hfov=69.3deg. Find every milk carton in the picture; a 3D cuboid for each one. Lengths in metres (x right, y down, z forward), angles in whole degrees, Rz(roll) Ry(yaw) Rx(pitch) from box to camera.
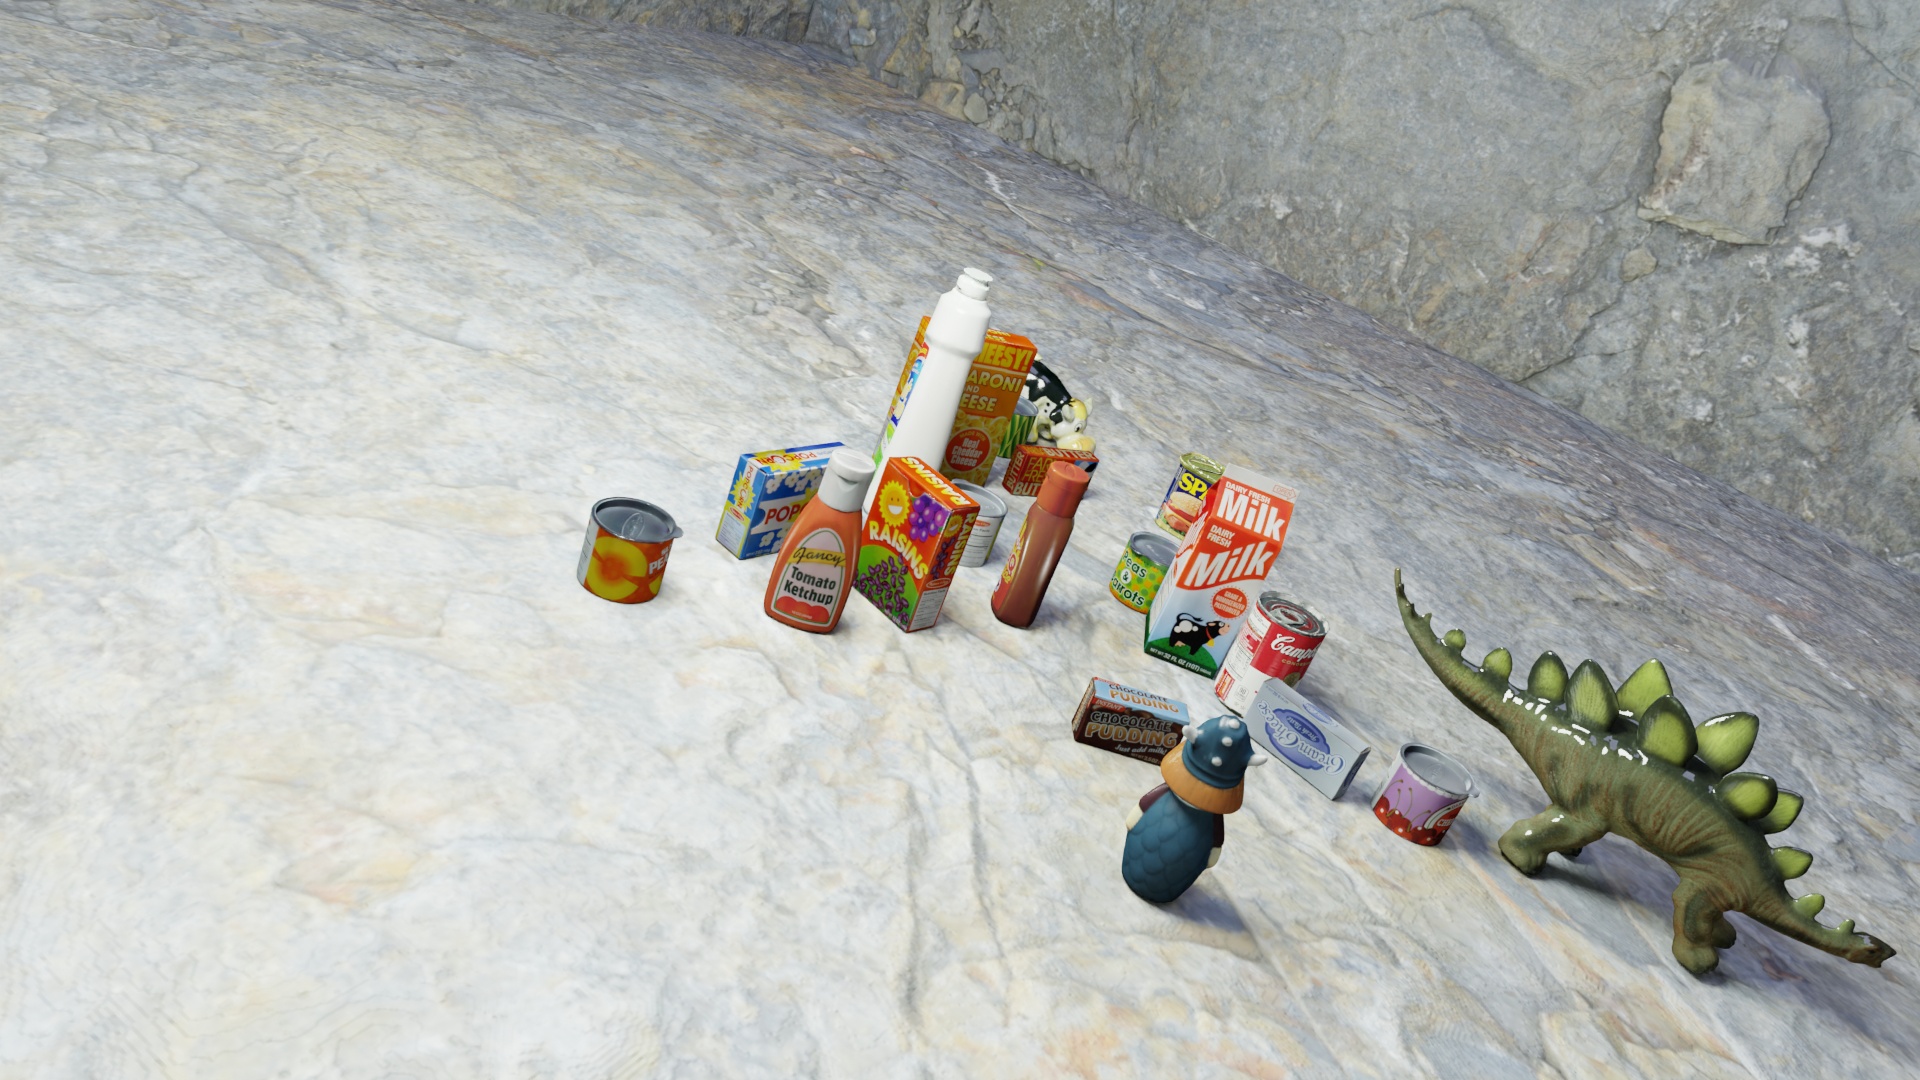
[{"bbox_3d":[0.238,0.023,1.273,0.072,0.189,0.074,22,25,0],"label":"milk carton"}]

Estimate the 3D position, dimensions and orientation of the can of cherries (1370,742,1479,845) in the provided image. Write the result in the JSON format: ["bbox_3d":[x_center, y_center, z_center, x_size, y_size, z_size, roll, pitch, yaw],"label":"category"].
[{"bbox_3d":[0.389,0.214,1.165,0.071,0.058,0.072,18,25,-8],"label":"can of cherries"}]

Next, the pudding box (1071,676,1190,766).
[{"bbox_3d":[0.137,0.145,1.115,0.084,0.049,0.030,17,25,-9],"label":"pudding box"}]

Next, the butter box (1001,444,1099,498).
[{"bbox_3d":[0.099,-0.074,1.520,0.104,0.053,0.024,3,30,-34],"label":"butter box"}]

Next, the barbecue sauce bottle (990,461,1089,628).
[{"bbox_3d":[0.071,0.002,1.233,0.044,0.147,0.065,19,25,-6],"label":"barbecue sauce bottle"}]

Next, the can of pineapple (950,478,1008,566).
[{"bbox_3d":[0.005,-0.017,1.325,0.071,0.057,0.071,18,25,-8],"label":"can of pineapple"}]

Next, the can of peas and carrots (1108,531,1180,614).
[{"bbox_3d":[0.185,0.033,1.367,0.071,0.058,0.071,18,25,-8],"label":"can of peas and carrots"}]

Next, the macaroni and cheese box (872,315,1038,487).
[{"bbox_3d":[-0.007,-0.142,1.438,0.124,0.165,0.040,7,28,-29],"label":"macaroni and cheese box"}]

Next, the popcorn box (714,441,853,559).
[{"bbox_3d":[-0.147,-0.037,1.213,0.038,0.084,0.127,36,28,28],"label":"popcorn box"}]

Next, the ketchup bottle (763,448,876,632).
[{"bbox_3d":[-0.106,-0.001,1.098,0.065,0.148,0.044,18,25,-7],"label":"ketchup bottle"}]

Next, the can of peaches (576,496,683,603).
[{"bbox_3d":[-0.255,0.008,1.070,0.071,0.057,0.071,18,25,-8],"label":"can of peaches"}]

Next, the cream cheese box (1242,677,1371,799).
[{"bbox_3d":[0.294,0.169,1.187,0.104,0.053,0.024,38,29,32],"label":"cream cheese box"}]

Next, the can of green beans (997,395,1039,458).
[{"bbox_3d":[0.049,-0.134,1.596,0.071,0.057,0.071,18,25,-8],"label":"can of green beans"}]

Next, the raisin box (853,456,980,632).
[{"bbox_3d":[-0.042,0.002,1.173,0.040,0.122,0.086,-7,37,-46],"label":"raisin box"}]
